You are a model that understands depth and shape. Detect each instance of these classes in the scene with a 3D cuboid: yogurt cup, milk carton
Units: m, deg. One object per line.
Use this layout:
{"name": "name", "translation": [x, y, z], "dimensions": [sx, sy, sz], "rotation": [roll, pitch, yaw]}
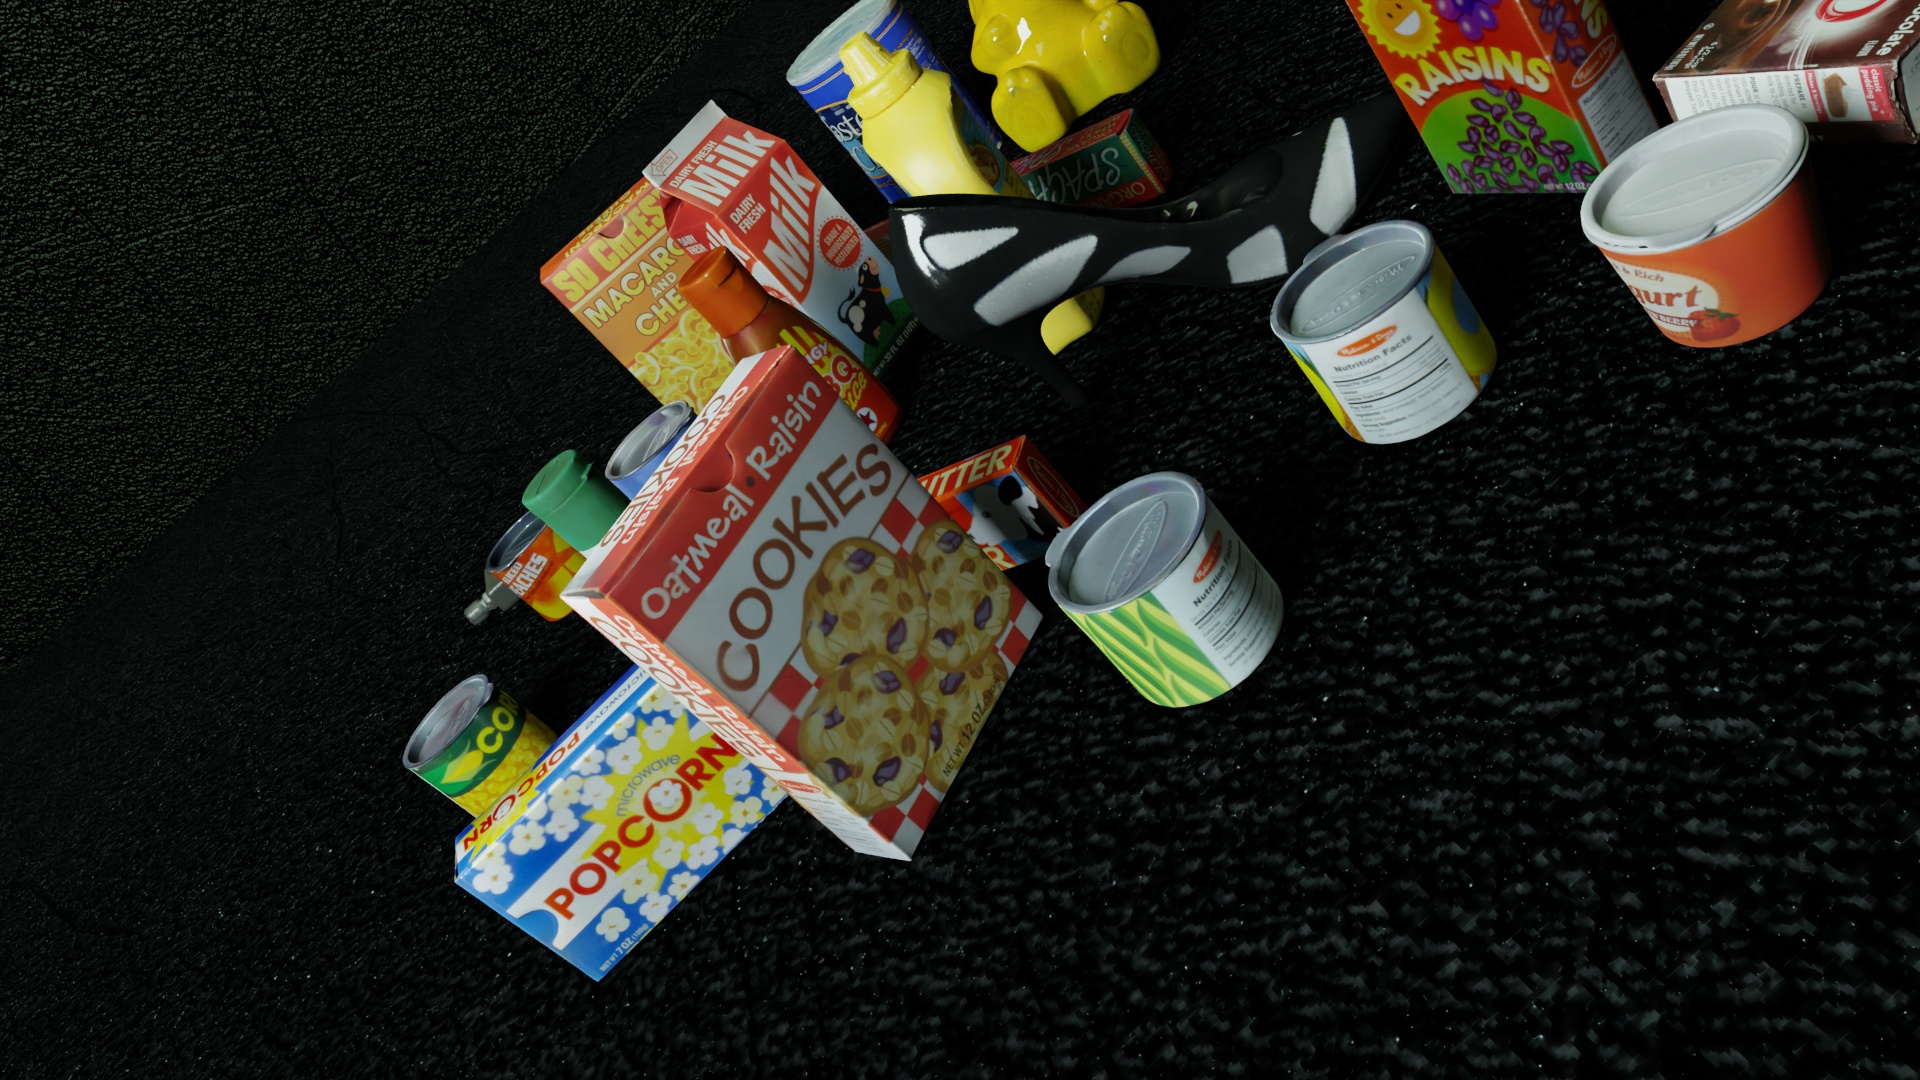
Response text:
{"name": "yogurt cup", "translation": [0.248, -0.101, 0.457], "dimensions": [0.072, 0.054, 0.073], "rotation": [-31, 30, 20]}
{"name": "milk carton", "translation": [-0.115, -0.186, 0.891], "dimensions": [0.073, 0.190, 0.072], "rotation": [2, 51, 53]}

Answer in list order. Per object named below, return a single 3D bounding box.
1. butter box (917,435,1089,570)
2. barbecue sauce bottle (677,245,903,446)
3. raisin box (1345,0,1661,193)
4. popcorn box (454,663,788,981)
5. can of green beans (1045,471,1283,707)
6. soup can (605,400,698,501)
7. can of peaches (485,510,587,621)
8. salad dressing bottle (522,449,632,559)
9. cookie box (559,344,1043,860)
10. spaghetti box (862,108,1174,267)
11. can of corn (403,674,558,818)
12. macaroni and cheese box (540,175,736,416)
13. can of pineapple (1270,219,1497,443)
{"name": "butter box", "translation": [0.002, -0.008, 0.640], "dimensions": [0.103, 0.053, 0.024], "rotation": [-20, 35, 36]}
{"name": "barbecue sauce bottle", "translation": [-0.099, -0.103, 0.799], "dimensions": [0.043, 0.148, 0.065], "rotation": [1, 50, 53]}
{"name": "raisin box", "translation": [0.216, -0.200, 0.562], "dimensions": [0.040, 0.123, 0.086], "rotation": [-48, 28, -10]}
{"name": "popcorn box", "translation": [-0.147, 0.120, 0.617], "dimensions": [0.127, 0.085, 0.038], "rotation": [-45, 28, -4]}
{"name": "can of green beans", "translation": [0.075, 0.018, 0.506], "dimensions": [0.071, 0.057, 0.071], "rotation": [-31, 30, 20]}
{"name": "soup can", "translation": [-0.163, -0.035, 0.854], "dimensions": [0.071, 0.083, 0.072], "rotation": [-31, 30, 20]}
{"name": "can of peaches", "translation": [-0.286, 0.016, 0.967], "dimensions": [0.071, 0.058, 0.071], "rotation": [-31, 30, 20]}
{"name": "salad dressing bottle", "translation": [-0.156, 0.015, 0.707], "dimensions": [0.044, 0.147, 0.064], "rotation": [-29, 31, 25]}
{"name": "cookie box", "translation": [-0.052, 0.026, 0.540], "dimensions": [0.040, 0.167, 0.123], "rotation": [-6, 45, 49]}
{"name": "spaghetti box", "translation": [0.024, -0.210, 0.896], "dimensions": [0.249, 0.050, 0.029], "rotation": [-12, 40, 44]}
{"name": "can of corn", "translation": [-0.276, 0.120, 0.808], "dimensions": [0.071, 0.058, 0.071], "rotation": [-31, 30, 20]}
{"name": "macaroni and cheese box", "translation": [-0.195, -0.169, 0.993], "dimensions": [0.123, 0.166, 0.040], "rotation": [-41, 28, 2]}
{"name": "can of pineapple", "translation": [0.162, -0.080, 0.533], "dimensions": [0.071, 0.057, 0.071], "rotation": [-31, 30, 20]}
